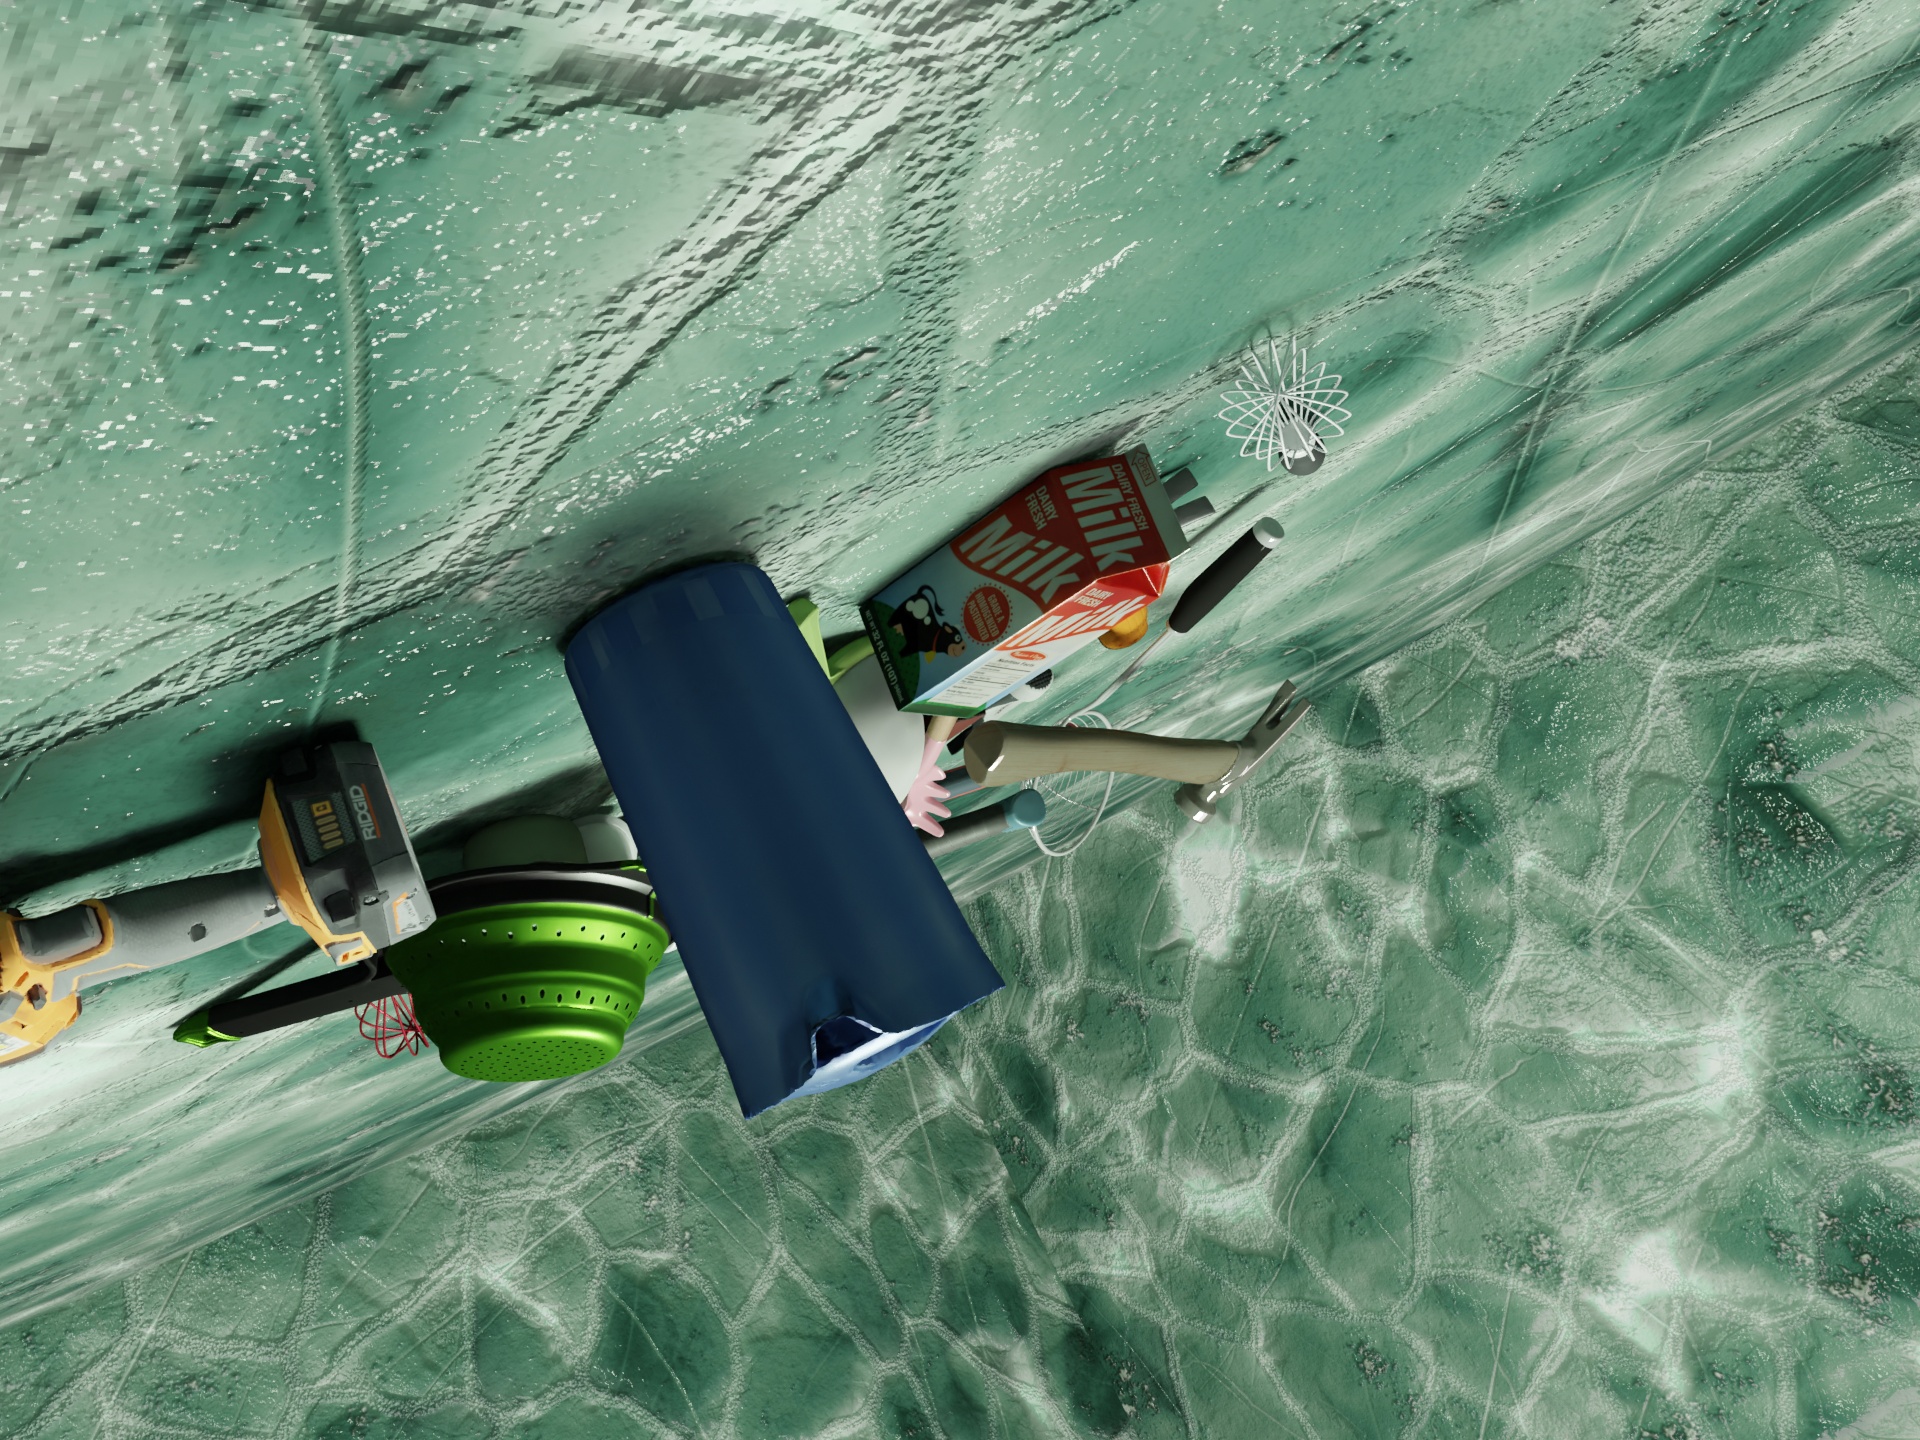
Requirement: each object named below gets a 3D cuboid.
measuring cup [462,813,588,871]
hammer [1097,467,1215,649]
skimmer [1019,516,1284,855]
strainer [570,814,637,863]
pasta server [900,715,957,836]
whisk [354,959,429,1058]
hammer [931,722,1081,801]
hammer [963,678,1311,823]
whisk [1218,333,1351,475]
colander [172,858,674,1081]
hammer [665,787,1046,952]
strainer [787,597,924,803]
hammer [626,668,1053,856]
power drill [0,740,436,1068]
[{"bbox_3d":[-0.315,0.087,0.981,0.167,0.038,0.083,-3,158,-26],"label":"measuring cup"},{"bbox_3d":[0.119,-0.096,1.142,0.127,0.034,0.336,-33,171,4],"label":"hammer"},{"bbox_3d":[0.156,-0.019,1.260,0.127,0.090,0.363,-30,167,-45],"label":"skimmer"},{"bbox_3d":[-0.220,0.122,1.144,0.087,0.050,0.258,-59,148,5],"label":"strainer"},{"bbox_3d":[-0.002,-0.003,1.064,0.060,0.040,0.316,-37,162,-41],"label":"pasta server"},{"bbox_3d":[-0.416,0.190,1.161,0.073,0.073,0.295,-23,163,-21],"label":"whisk"},{"bbox_3d":[-0.032,0.062,1.318,0.386,0.038,0.143,-17,-177,-36],"label":"hammer"},{"bbox_3d":[0.139,0.018,1.220,0.146,0.038,0.410,-50,152,21],"label":"hammer"},{"bbox_3d":[0.193,-0.167,0.926,0.070,0.070,0.284,-30,175,14],"label":"whisk"},{"bbox_3d":[-0.346,0.194,1.027,0.397,0.095,0.204,-17,153,16],"label":"colander"},{"bbox_3d":[-0.087,0.120,1.293,0.331,0.033,0.128,-20,176,18],"label":"hammer"},{"bbox_3d":[-0.065,0.004,0.961,0.151,0.069,0.256,-52,165,-19],"label":"strainer"},{"bbox_3d":[-0.119,0.042,1.241,0.409,0.036,0.149,-20,169,-32],"label":"hammer"},{"bbox_3d":[-0.358,0.082,0.694,0.226,0.084,0.185,-19,167,-18],"label":"power drill"}]
